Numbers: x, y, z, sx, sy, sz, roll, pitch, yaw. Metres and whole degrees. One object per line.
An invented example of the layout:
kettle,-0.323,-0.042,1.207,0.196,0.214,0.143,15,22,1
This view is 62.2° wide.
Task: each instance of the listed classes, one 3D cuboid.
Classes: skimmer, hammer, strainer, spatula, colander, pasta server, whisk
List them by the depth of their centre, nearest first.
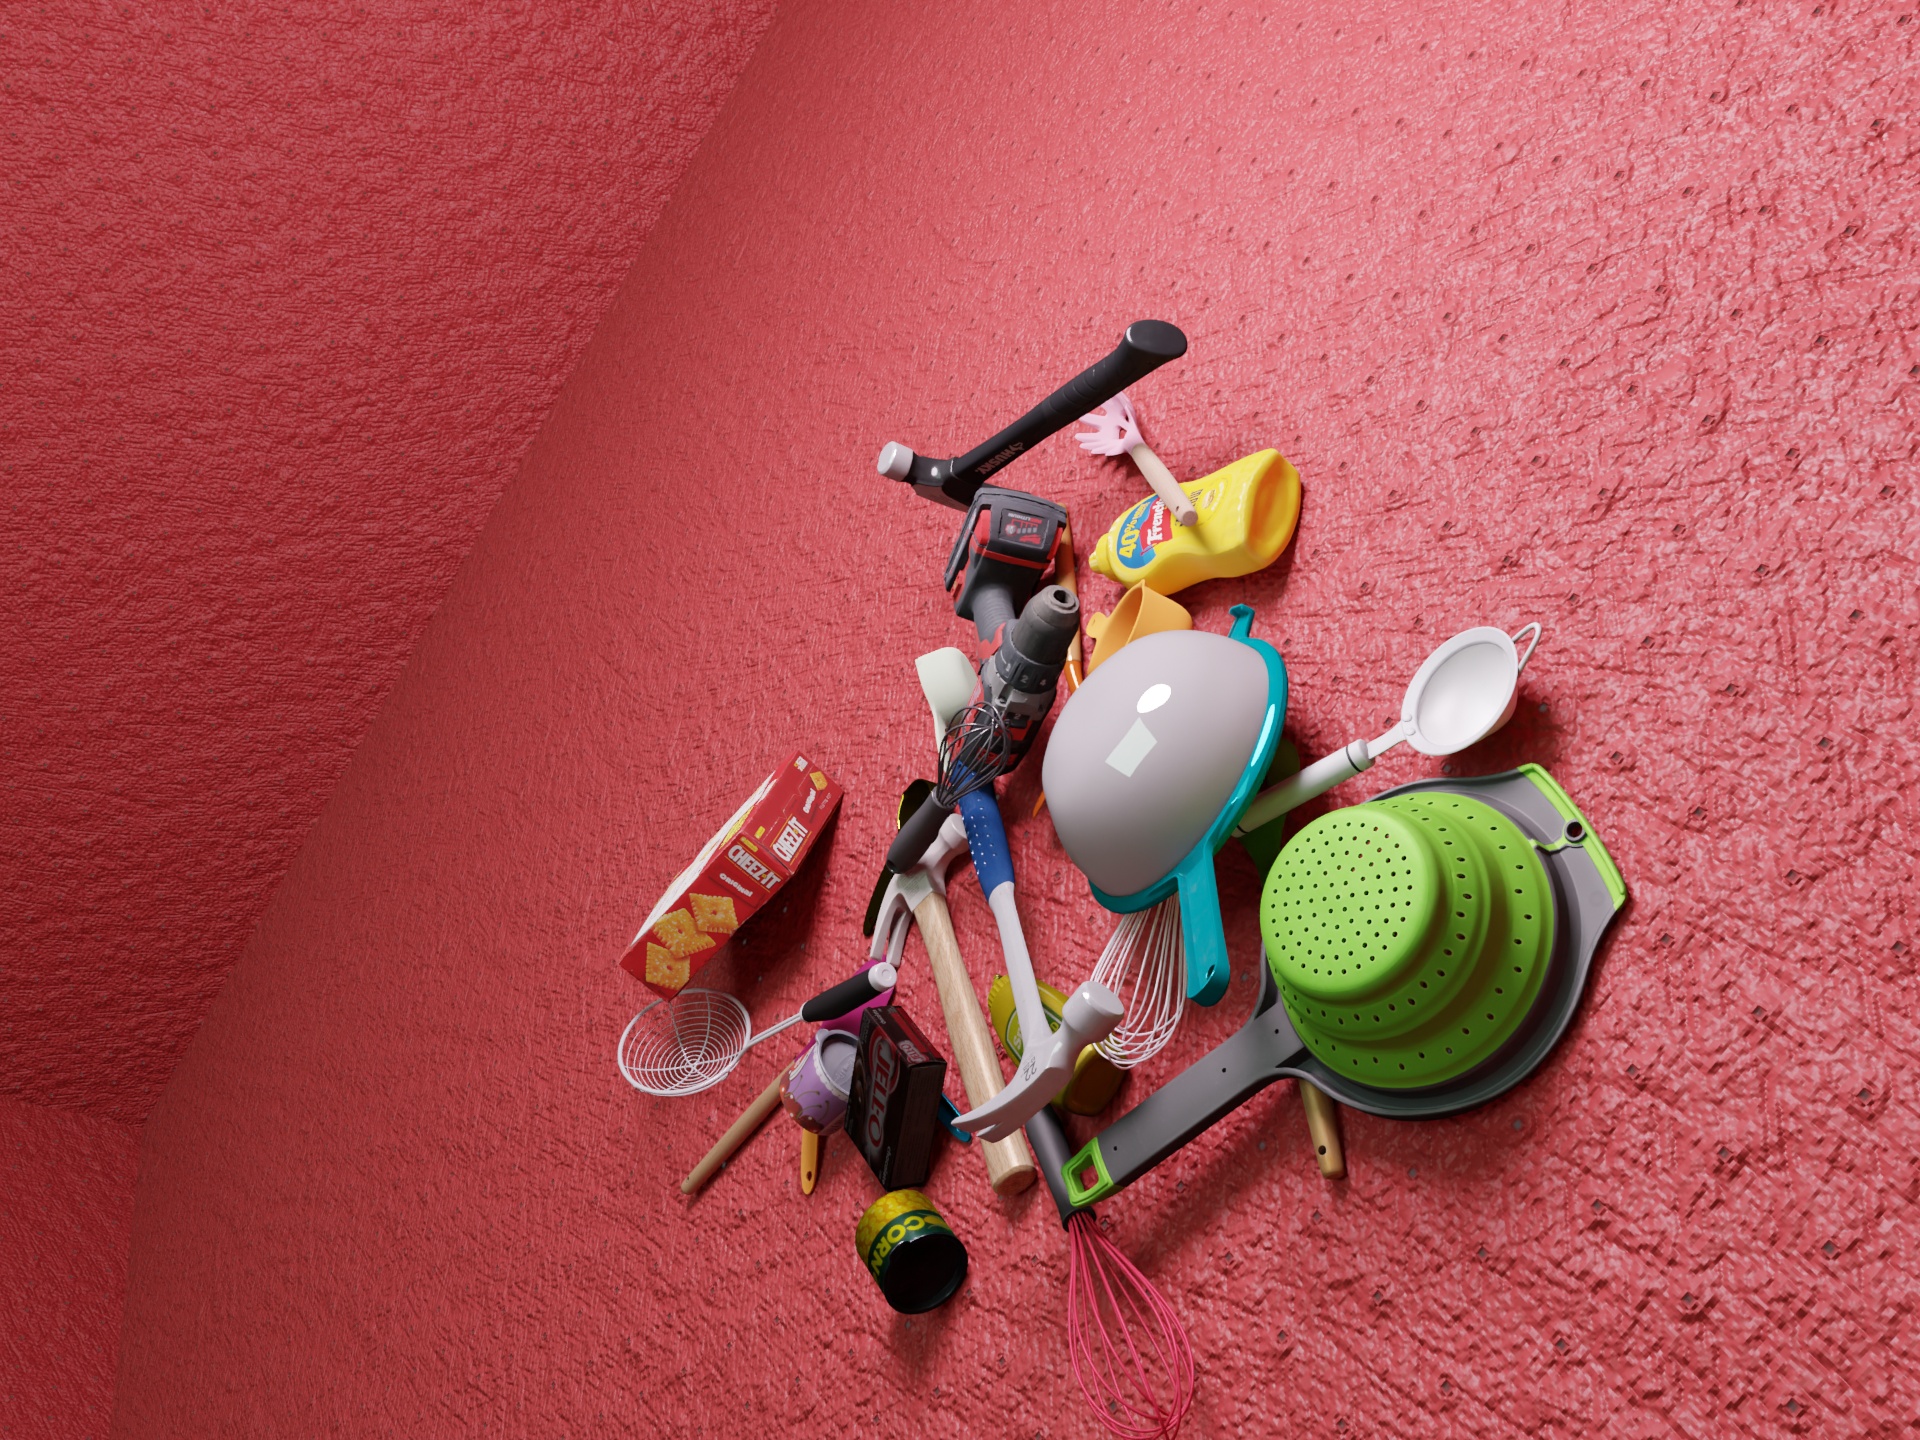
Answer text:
colander,0.182,0.164,0.923,0.397,0.094,0.205,-42,42,22
strainer,0.256,0.018,0.986,0.258,0.050,0.087,-33,34,33
strainer,0.115,0.049,1.014,0.211,0.095,0.341,-52,16,26
whisk,0.082,0.336,1.020,0.073,0.073,0.296,-54,28,17
whisk,0.146,0.103,1.099,0.070,0.070,0.285,-11,54,52
hammer,0.028,0.140,1.179,0.144,0.035,0.406,-53,22,19
hammer,-0.001,0.225,1.241,0.130,0.031,0.332,-49,35,23
whisk,-0.015,0.060,1.256,0.238,0.055,0.055,124,153,-49
pasta server,0.142,-0.210,1.270,0.316,0.040,0.060,-102,32,-65
spatula,0.083,-0.066,1.314,0.081,0.041,0.323,115,160,-48
hammer,0.073,-0.247,1.325,0.335,0.146,0.035,-24,52,55
skimmer,-0.184,0.254,1.405,0.363,0.090,0.127,-34,16,47

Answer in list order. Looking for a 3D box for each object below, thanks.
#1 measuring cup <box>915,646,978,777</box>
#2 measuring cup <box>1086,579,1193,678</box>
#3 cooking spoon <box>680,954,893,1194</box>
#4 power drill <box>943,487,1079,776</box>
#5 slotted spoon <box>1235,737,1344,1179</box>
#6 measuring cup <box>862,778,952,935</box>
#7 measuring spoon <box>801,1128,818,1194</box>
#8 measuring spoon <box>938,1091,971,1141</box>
measuring cup,-0.002,-0.004,1.344,0.038,0.083,0.168,-24,29,10
measuring cup,0.134,-0.059,1.239,0.095,0.052,0.174,-64,8,6
cooking spoon,-0.157,0.322,1.410,0.319,0.017,0.069,-49,36,21
power drill,0.045,-0.090,1.289,0.187,0.080,0.227,115,161,-45
slotted spoon,0.206,0.137,1.009,0.070,0.031,0.314,-35,44,34
measuring cup,-0.047,0.124,1.394,0.156,0.029,0.062,-67,30,18
measuring spoon,-0.123,0.341,1.349,0.021,0.011,0.117,-16,64,45
measuring spoon,-0.019,0.286,1.243,0.129,0.021,0.042,40,124,48
